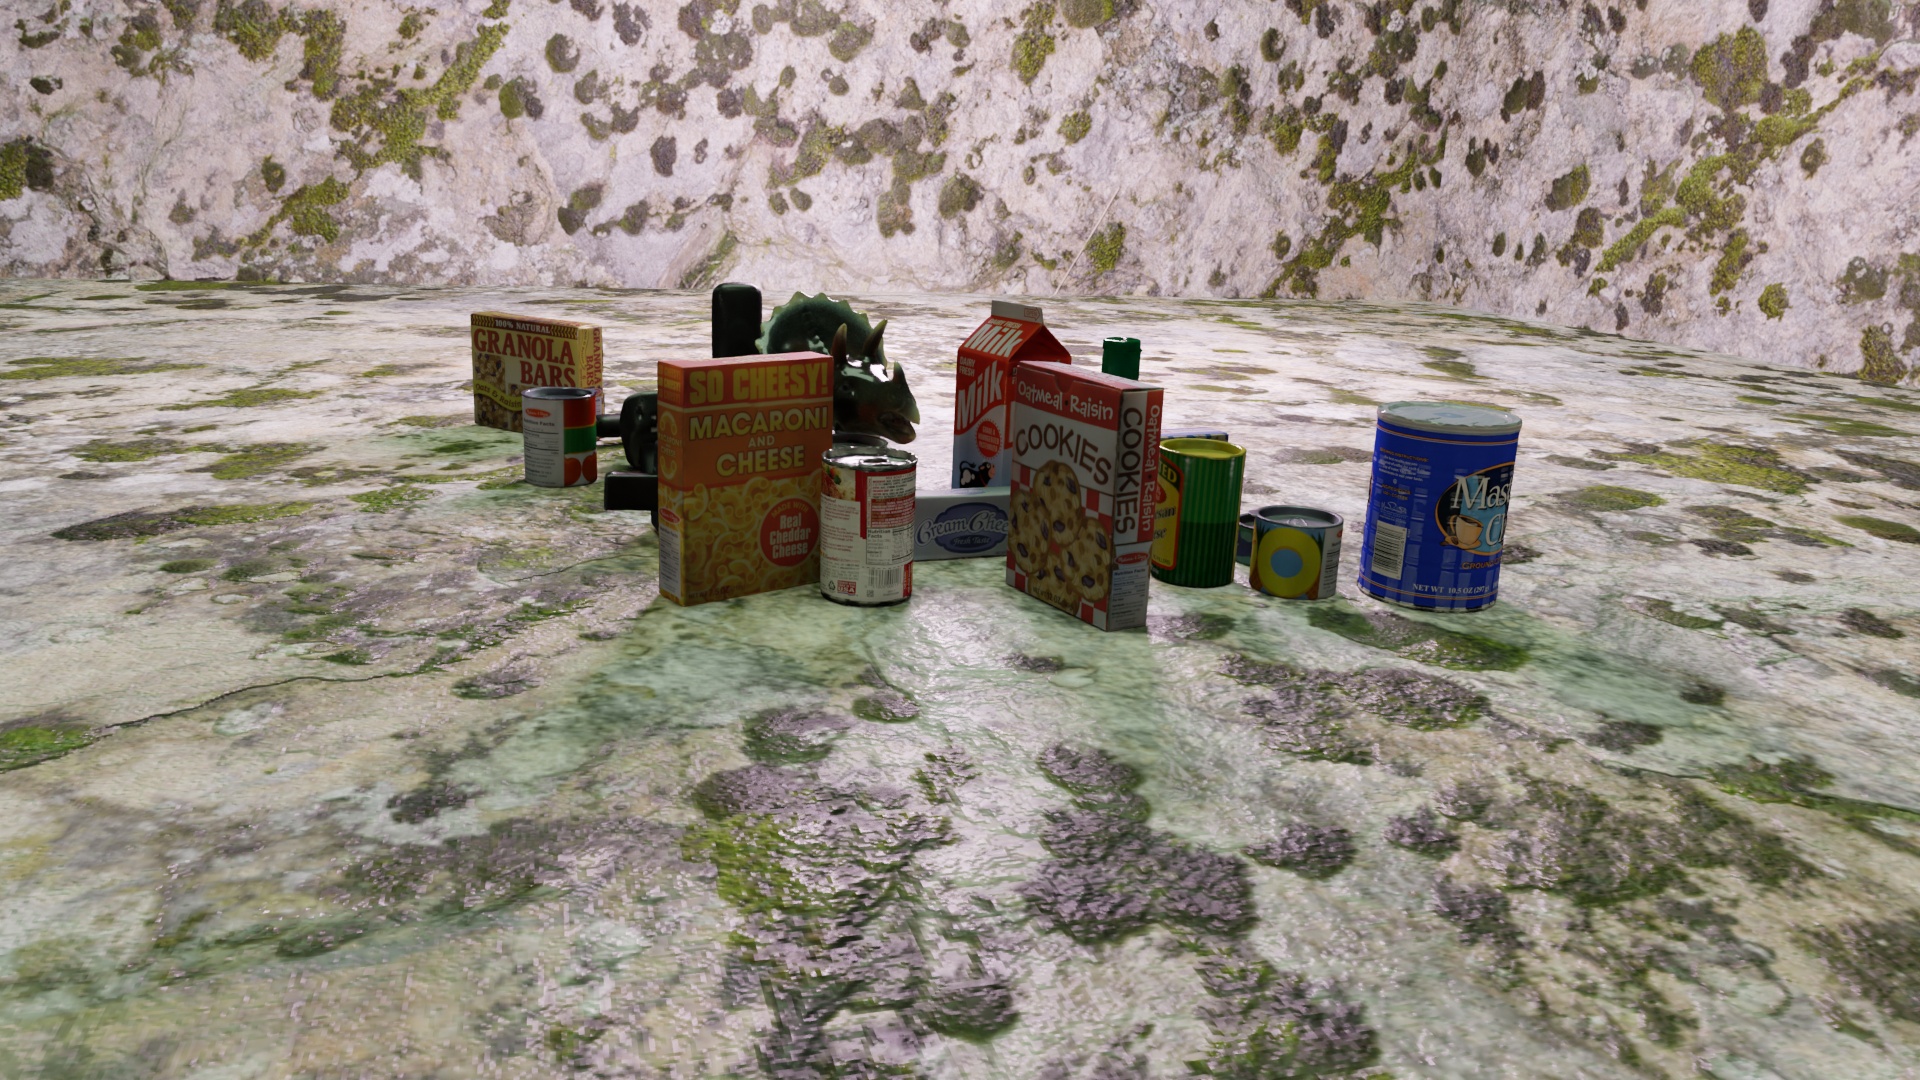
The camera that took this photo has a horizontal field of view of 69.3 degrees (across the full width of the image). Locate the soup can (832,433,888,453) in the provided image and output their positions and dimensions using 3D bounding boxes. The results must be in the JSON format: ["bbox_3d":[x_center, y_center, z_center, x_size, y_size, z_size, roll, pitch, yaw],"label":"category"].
[{"bbox_3d":[-0.095,-0.040,1.122,0.071,0.083,0.071,2,15,-1],"label":"soup can"}]

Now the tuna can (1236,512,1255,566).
[{"bbox_3d":[0.255,0.001,1.126,0.071,0.032,0.071,2,15,-1],"label":"tuna can"}]

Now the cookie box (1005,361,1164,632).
[{"bbox_3d":[0.083,-0.035,0.974,0.040,0.167,0.123,-7,17,-32],"label":"cookie box"}]

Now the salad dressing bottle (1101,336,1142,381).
[{"bbox_3d":[0.151,-0.121,1.341,0.044,0.147,0.064,2,15,0],"label":"salad dressing bottle"}]

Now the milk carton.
[{"bbox_3d":[0.043,-0.108,1.195,0.074,0.190,0.072,-9,18,-36],"label":"milk carton"}]

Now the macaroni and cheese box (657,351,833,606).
[{"bbox_3d":[-0.152,-0.047,0.981,0.124,0.166,0.040,-10,19,-39],"label":"macaroni and cheese box"}]

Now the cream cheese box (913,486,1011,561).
[{"bbox_3d":[0.004,-0.014,1.101,0.104,0.053,0.024,-3,16,-20],"label":"cream cheese box"}]

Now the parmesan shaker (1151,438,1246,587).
[{"bbox_3d":[0.181,-0.021,1.061,0.071,0.102,0.071,2,15,-1],"label":"parmesan shaker"}]

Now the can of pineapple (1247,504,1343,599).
[{"bbox_3d":[0.252,0.008,1.052,0.071,0.057,0.071,2,15,-1],"label":"can of pineapple"}]

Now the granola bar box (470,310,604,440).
[{"bbox_3d":[-0.455,-0.177,1.494,0.165,0.123,0.039,11,17,30],"label":"granola bar box"}]

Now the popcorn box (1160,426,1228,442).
[{"bbox_3d":[0.171,-0.053,1.212,0.127,0.085,0.038,-5,16,-24],"label":"popcorn box"}]

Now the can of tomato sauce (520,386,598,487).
[{"bbox_3d":[-0.370,-0.097,1.289,0.071,0.082,0.071,2,15,-1],"label":"can of tomato sauce"}]
